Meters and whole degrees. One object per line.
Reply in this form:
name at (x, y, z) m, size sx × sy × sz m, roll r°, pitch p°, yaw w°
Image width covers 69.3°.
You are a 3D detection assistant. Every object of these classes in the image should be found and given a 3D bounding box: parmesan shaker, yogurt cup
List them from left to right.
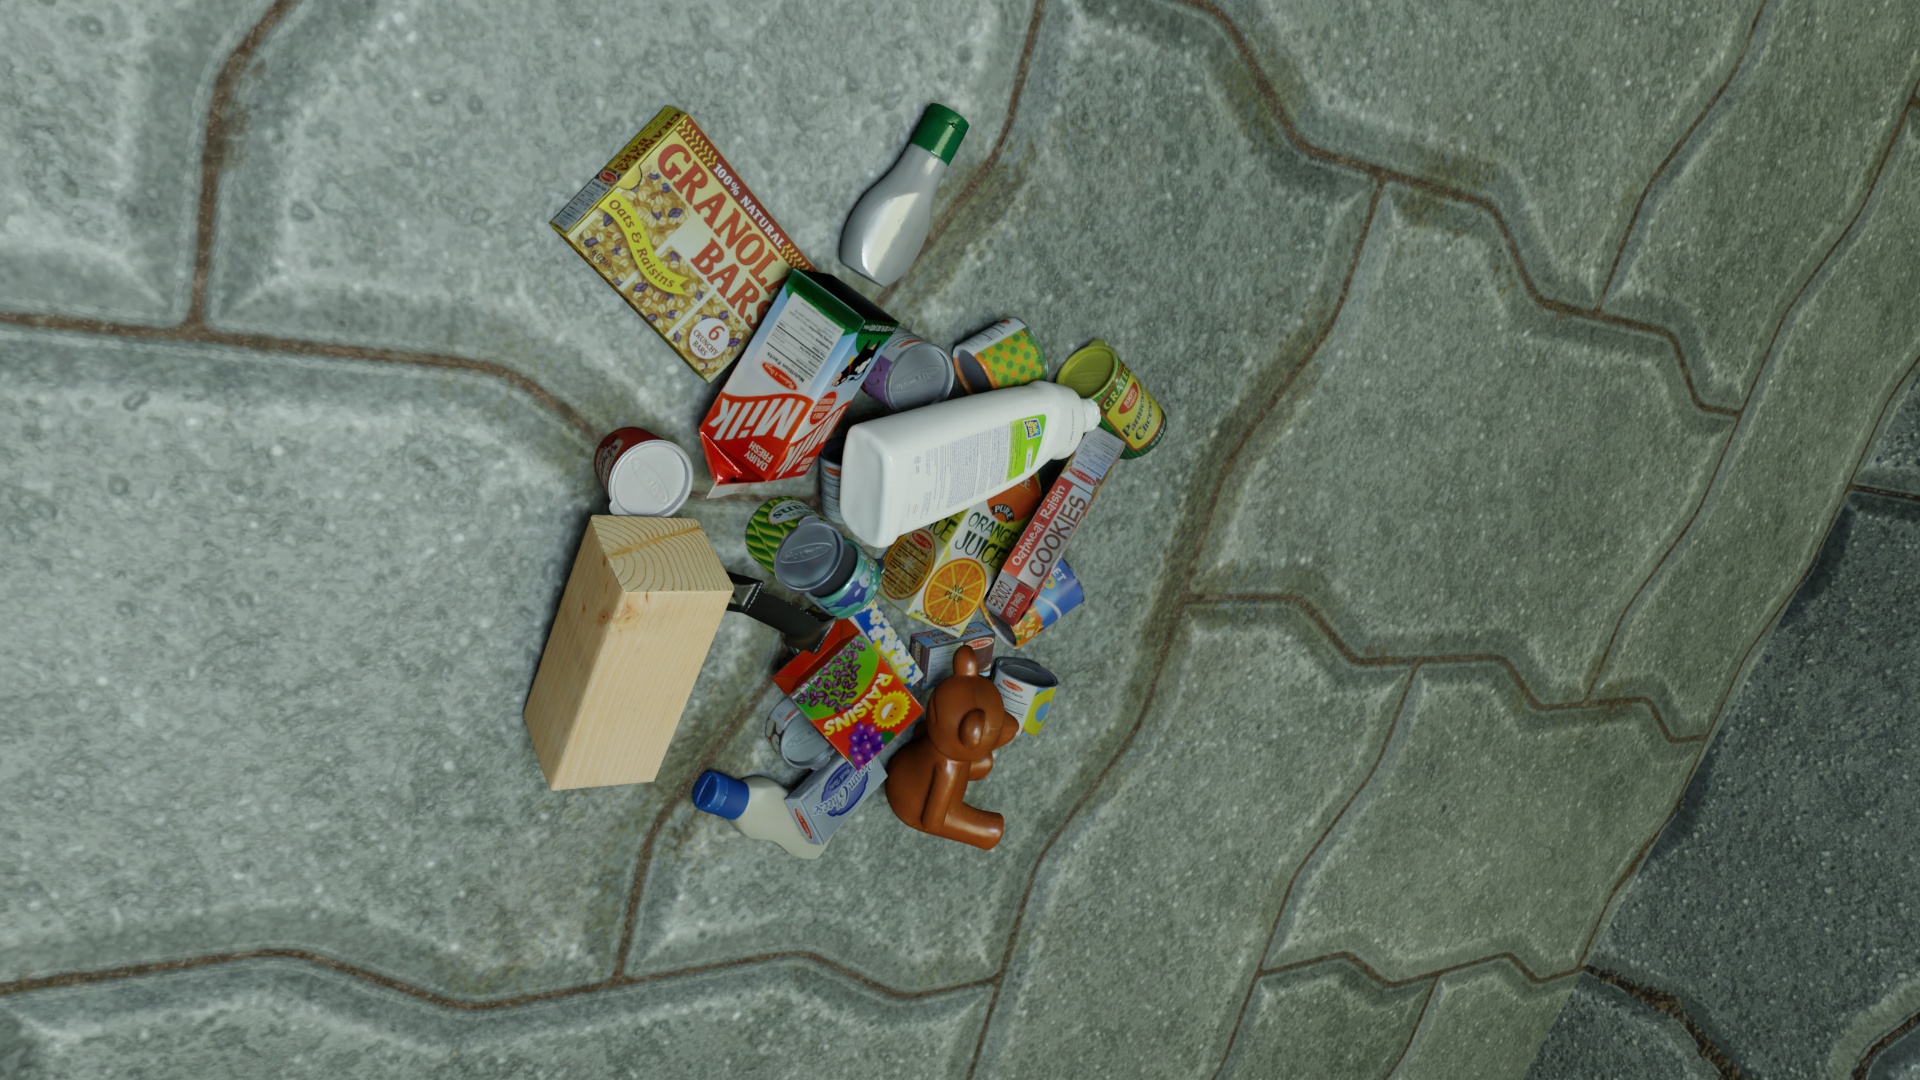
yogurt cup at (-0.248, -0.054, 1.075) m, size 0.072 × 0.054 × 0.072 m, roll -17°, pitch 122°, yaw -29°
parmesan shaker at (0.146, -0.132, 1.320) m, size 0.071 × 0.071 × 0.103 m, roll -52°, pitch 132°, yaw -3°

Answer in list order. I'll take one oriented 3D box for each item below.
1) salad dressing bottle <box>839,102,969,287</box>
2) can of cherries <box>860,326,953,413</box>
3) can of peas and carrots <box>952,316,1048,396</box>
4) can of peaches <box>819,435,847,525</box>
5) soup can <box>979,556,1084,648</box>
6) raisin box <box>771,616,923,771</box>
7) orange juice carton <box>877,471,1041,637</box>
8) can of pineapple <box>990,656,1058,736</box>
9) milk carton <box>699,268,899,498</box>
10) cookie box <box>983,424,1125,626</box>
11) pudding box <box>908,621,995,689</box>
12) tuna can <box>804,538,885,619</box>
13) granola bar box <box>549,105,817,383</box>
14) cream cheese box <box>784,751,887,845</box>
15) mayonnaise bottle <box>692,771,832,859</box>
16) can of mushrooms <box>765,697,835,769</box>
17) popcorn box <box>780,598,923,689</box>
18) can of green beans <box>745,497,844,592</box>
salad dressing bottle at (-0.043, -0.278, 1.119) m, size 0.064 × 0.044 × 0.147 m, roll 27°, pitch 95°, yaw -40°
can of cherries at (-0.049, -0.141, 1.176) m, size 0.072 × 0.058 × 0.071 m, roll -18°, pitch 122°, yaw -30°
can of peas and carrots at (0.036, -0.153, 1.225) m, size 0.059 × 0.071 × 0.070 m, roll -31°, pitch 128°, yaw -19°
can of peaches at (-0.086, -0.052, 1.189) m, size 0.071 × 0.071 × 0.057 m, roll -16°, pitch 121°, yaw -30°
soup can at (0.068, 0.054, 1.358) m, size 0.084 × 0.071 × 0.071 m, roll -34°, pitch 129°, yaw -17°
raisin box at (-0.099, 0.138, 1.243) m, size 0.086 × 0.040 × 0.123 m, roll -43°, pitch 129°, yaw -10°
orange juice carton at (0.005, -0.016, 1.270) m, size 0.072 × 0.073 × 0.192 m, roll 28°, pitch 94°, yaw -42°
can of pineapple at (0.060, 0.158, 1.406) m, size 0.071 × 0.071 × 0.057 m, roll 7°, pitch 109°, yaw -38°
milk carton at (-0.136, -0.112, 1.087) m, size 0.190 × 0.073 × 0.072 m, roll -56°, pitch 168°, yaw 15°
cookie box at (0.086, -0.011, 1.282) m, size 0.168 × 0.040 × 0.122 m, roll -57°, pitch 175°, yaw -19°
pudding box at (-0.009, 0.113, 1.355) m, size 0.084 × 0.030 × 0.049 m, roll -9°, pitch 117°, yaw -33°
tuna can at (-0.103, 0.032, 1.218) m, size 0.071 × 0.071 × 0.032 m, roll -49°, pitch 132°, yaw -5°
granola bar box at (-0.201, -0.217, 1.036) m, size 0.124 × 0.039 × 0.165 m, roll -48°, pitch 132°, yaw -7°
cream cheese box at (-0.116, 0.233, 1.310) m, size 0.104 × 0.024 × 0.053 m, roll -43°, pitch 118°, yaw -41°
mayonnaise bottle at (-0.181, 0.251, 1.293) m, size 0.148 × 0.041 × 0.065 m, roll 30°, pitch 85°, yaw -41°
can of mushrooms at (-0.144, 0.177, 1.286) m, size 0.071 × 0.033 × 0.070 m, roll -17°, pitch 122°, yaw -30°
popcorn box at (-0.098, 0.105, 1.279) m, size 0.085 × 0.038 × 0.126 m, roll -40°, pitch 131°, yaw -13°
can of green beans at (-0.141, 0.003, 1.181) m, size 0.071 × 0.058 × 0.071 m, roll -17°, pitch 122°, yaw -29°
